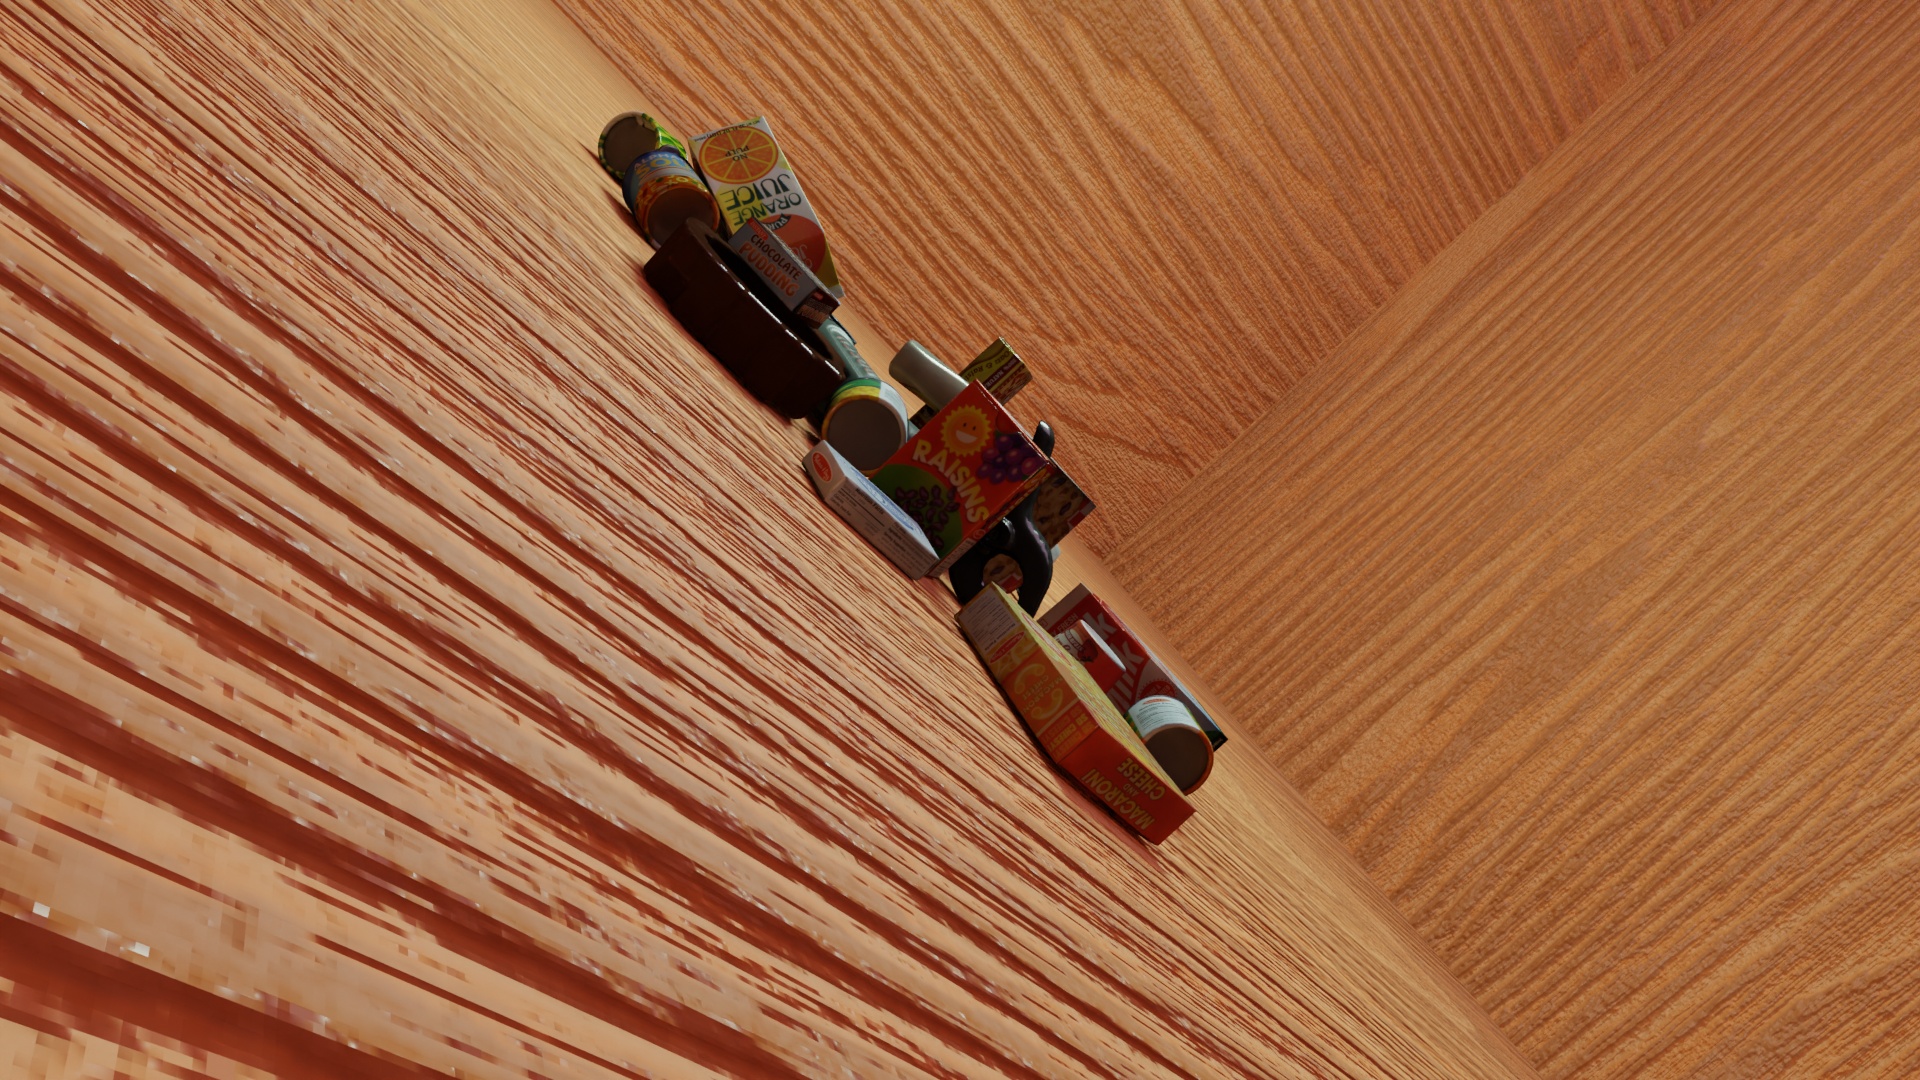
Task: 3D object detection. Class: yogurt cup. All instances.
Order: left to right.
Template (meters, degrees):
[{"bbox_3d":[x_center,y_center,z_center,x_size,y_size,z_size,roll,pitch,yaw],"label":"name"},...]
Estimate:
[{"bbox_3d":[0.094,0.100,1.100,0.072,0.054,0.072,47,6,-6],"label":"yogurt cup"}]

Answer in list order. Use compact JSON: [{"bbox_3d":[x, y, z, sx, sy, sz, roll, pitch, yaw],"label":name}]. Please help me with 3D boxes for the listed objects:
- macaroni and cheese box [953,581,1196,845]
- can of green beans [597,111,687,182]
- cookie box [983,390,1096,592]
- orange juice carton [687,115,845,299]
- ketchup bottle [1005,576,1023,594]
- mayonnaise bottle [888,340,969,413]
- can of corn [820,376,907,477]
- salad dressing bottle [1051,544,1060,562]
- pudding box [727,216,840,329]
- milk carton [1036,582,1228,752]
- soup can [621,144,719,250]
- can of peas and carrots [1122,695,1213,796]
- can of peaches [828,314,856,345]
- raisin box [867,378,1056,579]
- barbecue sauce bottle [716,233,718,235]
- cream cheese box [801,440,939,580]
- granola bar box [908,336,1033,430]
[{"bbox_3d":[0.073,0.114,0.923,0.123,0.040,0.167,43,6,-38],"label":"macaroni and cheese box"},{"bbox_3d":[-0.302,-0.366,1.320,0.071,0.071,0.058,49,6,15],"label":"can of green beans"},{"bbox_3d":[0.025,-0.034,1.161,0.167,0.123,0.040,41,8,-49],"label":"cookie box"},{"bbox_3d":[-0.167,-0.269,1.200,0.072,0.072,0.193,92,-26,-61],"label":"orange juice carton"},{"bbox_3d":[0.005,-0.016,1.299,0.149,0.043,0.064,50,2,29],"label":"ketchup bottle"},{"bbox_3d":[0.000,-0.126,1.298,0.148,0.041,0.065,39,-1,2],"label":"mayonnaise bottle"},{"bbox_3d":[-0.076,-0.086,1.068,0.071,0.071,0.058,46,11,-15],"label":"can of corn"},{"bbox_3d":[0.038,-0.018,1.489,0.148,0.064,0.044,40,6,3],"label":"salad dressing bottle"},{"bbox_3d":[-0.134,-0.203,1.058,0.084,0.030,0.049,48,7,16],"label":"pudding box"},{"bbox_3d":[0.137,0.121,1.196,0.190,0.072,0.073,46,5,-21],"label":"milk carton"},{"bbox_3d":[-0.246,-0.289,1.178,0.071,0.071,0.084,43,7,-40],"label":"soup can"},{"bbox_3d":[0.164,0.167,1.110,0.071,0.071,0.059,46,6,-15],"label":"can of peas and carrots"},{"bbox_3d":[-0.147,-0.201,1.371,0.071,0.058,0.071,46,6,-6],"label":"can of peaches"},{"bbox_3d":[-0.004,-0.044,1.016,0.086,0.123,0.040,49,5,15],"label":"raisin box"},{"bbox_3d":[-0.225,-0.271,1.351,0.064,0.043,0.149,42,7,-45],"label":"barbecue sauce bottle"},{"bbox_3d":[-0.060,-0.019,0.932,0.103,0.024,0.053,43,8,-38],"label":"cream cheese box"},{"bbox_3d":[-0.003,-0.128,1.392,0.039,0.165,0.124,49,5,5],"label":"granola bar box"}]
